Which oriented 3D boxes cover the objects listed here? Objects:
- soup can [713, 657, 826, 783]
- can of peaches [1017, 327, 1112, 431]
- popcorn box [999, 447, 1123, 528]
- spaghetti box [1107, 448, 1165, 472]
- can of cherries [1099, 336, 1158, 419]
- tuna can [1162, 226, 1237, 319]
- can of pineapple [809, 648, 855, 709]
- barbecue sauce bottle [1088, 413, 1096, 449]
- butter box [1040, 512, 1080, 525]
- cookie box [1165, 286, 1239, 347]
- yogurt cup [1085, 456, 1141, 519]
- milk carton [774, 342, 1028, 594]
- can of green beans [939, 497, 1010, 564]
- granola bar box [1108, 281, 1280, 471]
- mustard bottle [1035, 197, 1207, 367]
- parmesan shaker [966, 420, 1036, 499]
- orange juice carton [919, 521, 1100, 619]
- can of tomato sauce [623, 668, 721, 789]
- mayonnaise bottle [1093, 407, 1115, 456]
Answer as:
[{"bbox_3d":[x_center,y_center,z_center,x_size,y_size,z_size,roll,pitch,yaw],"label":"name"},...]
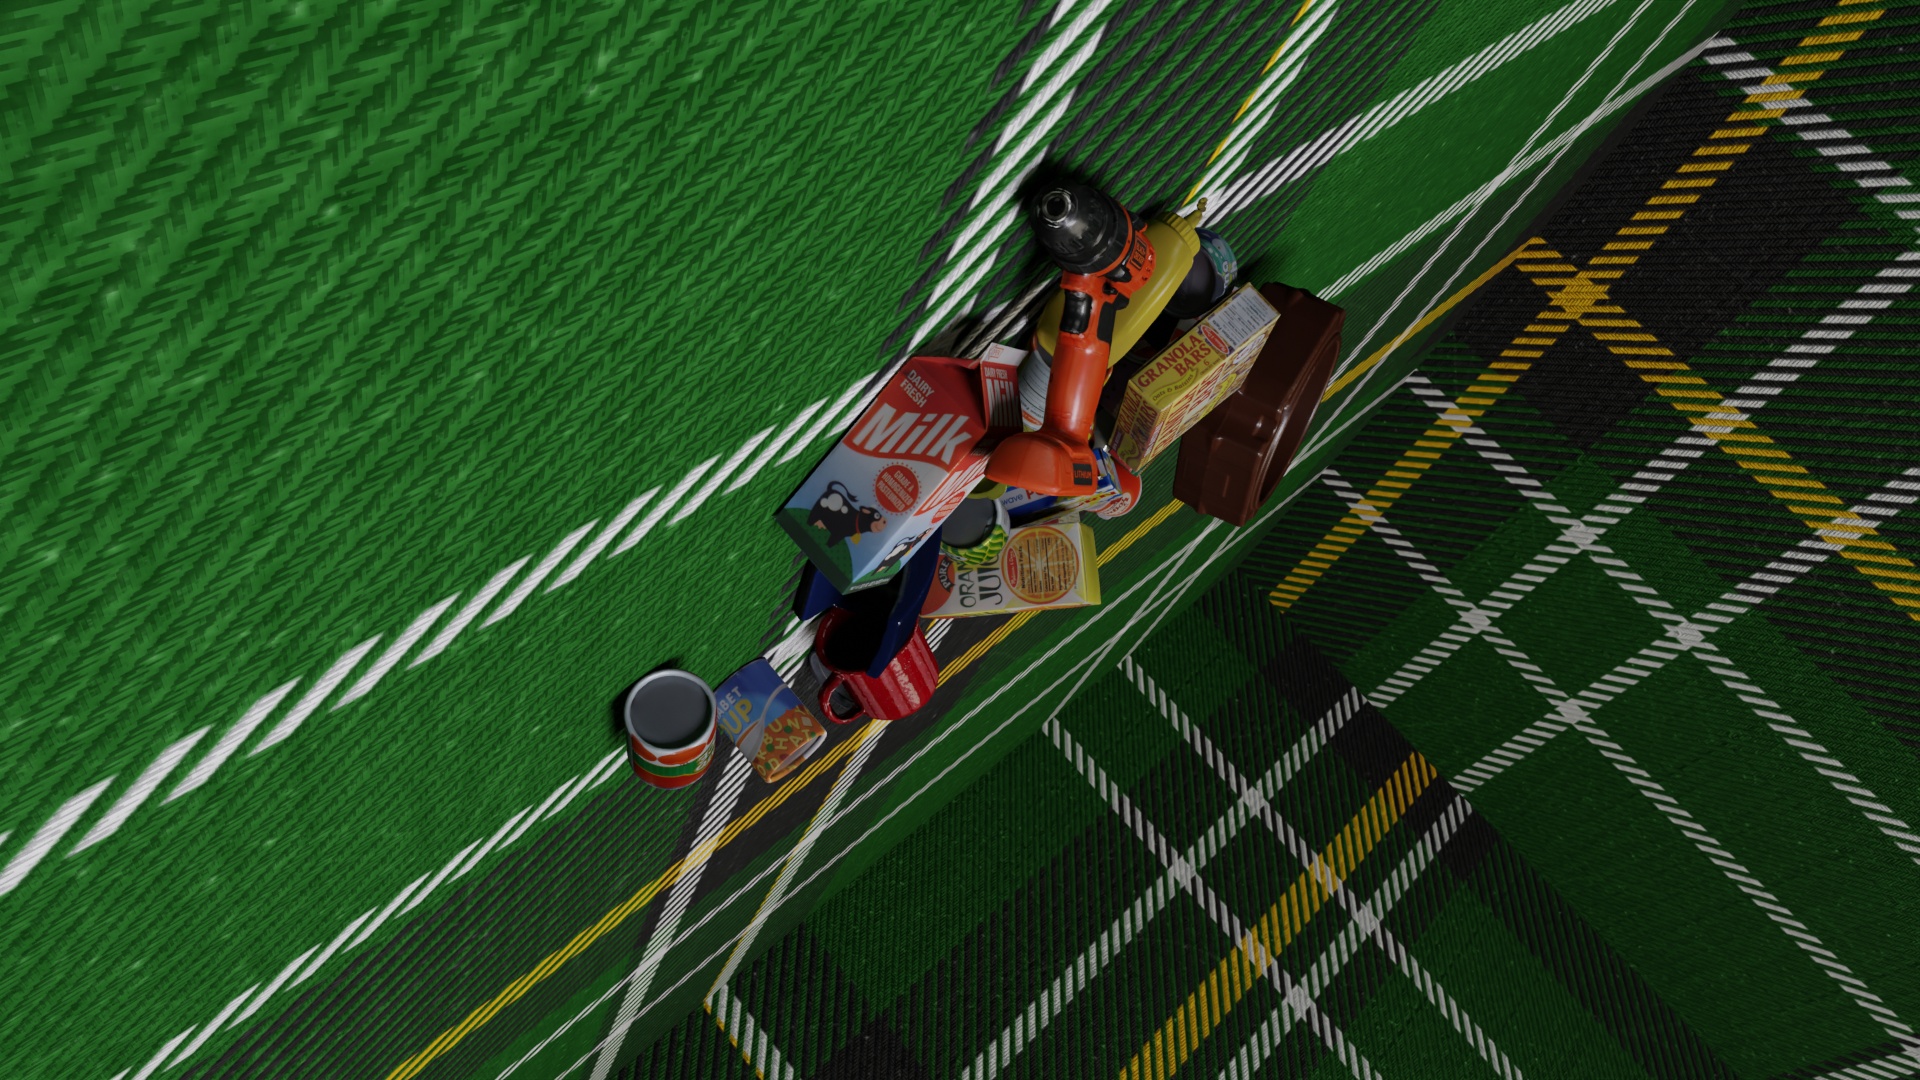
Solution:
[{"bbox_3d":[-0.165,0.152,1.163,0.071,0.084,0.071,-40,166,-11],"label":"soup can"},{"bbox_3d":[0.073,-0.123,1.031,0.071,0.071,0.057,-33,163,-37],"label":"can of peaches"},{"bbox_3d":[0.078,-0.042,1.259,0.126,0.038,0.085,-19,170,11],"label":"popcorn box"},{"bbox_3d":[0.172,-0.088,1.323,0.050,0.029,0.250,-46,175,7],"label":"spaghetti box"},{"bbox_3d":[0.141,-0.144,1.179,0.071,0.058,0.071,-39,166,-12],"label":"can of cherries"},{"bbox_3d":[0.179,-0.206,1.068,0.033,0.071,0.070,-32,163,-44],"label":"tuna can"},{"bbox_3d":[-0.098,0.112,1.280,0.058,0.071,0.070,-36,165,-28],"label":"can of pineapple"},{"bbox_3d":[0.090,-0.100,1.201,0.065,0.044,0.148,-42,168,5],"label":"barbecue sauce bottle"},{"bbox_3d":[0.086,-0.022,1.425,0.053,0.024,0.103,-6,177,17],"label":"butter box"},{"bbox_3d":[0.227,-0.170,1.307,0.123,0.040,0.167,-64,164,4],"label":"cookie box"},{"bbox_3d":[0.151,-0.058,1.475,0.072,0.072,0.054,-49,158,24],"label":"yogurt cup"},{"bbox_3d":[-0.028,-0.058,0.921,0.190,0.073,0.072,-47,167,17],"label":"milk carton"},{"bbox_3d":[0.006,-0.016,1.170,0.071,0.071,0.057,-43,166,-1],"label":"can of green beans"},{"bbox_3d":[0.183,-0.128,1.116,0.124,0.039,0.165,-39,169,-8],"label":"granola bar box"},{"bbox_3d":[0.125,-0.187,0.989,0.160,0.065,0.048,-45,167,-11],"label":"mustard bottle"},{"bbox_3d":[0.034,-0.070,1.068,0.071,0.071,0.103,-50,165,27],"label":"parmesan shaker"},{"bbox_3d":[0.023,0.030,1.243,0.192,0.073,0.072,-6,174,15],"label":"orange juice carton"},{"bbox_3d":[-0.210,0.138,1.018,0.071,0.071,0.082,-37,165,-25],"label":"can of tomato sauce"},{"bbox_3d":[0.129,-0.095,1.342,0.148,0.041,0.064,-44,172,0],"label":"mayonnaise bottle"}]
